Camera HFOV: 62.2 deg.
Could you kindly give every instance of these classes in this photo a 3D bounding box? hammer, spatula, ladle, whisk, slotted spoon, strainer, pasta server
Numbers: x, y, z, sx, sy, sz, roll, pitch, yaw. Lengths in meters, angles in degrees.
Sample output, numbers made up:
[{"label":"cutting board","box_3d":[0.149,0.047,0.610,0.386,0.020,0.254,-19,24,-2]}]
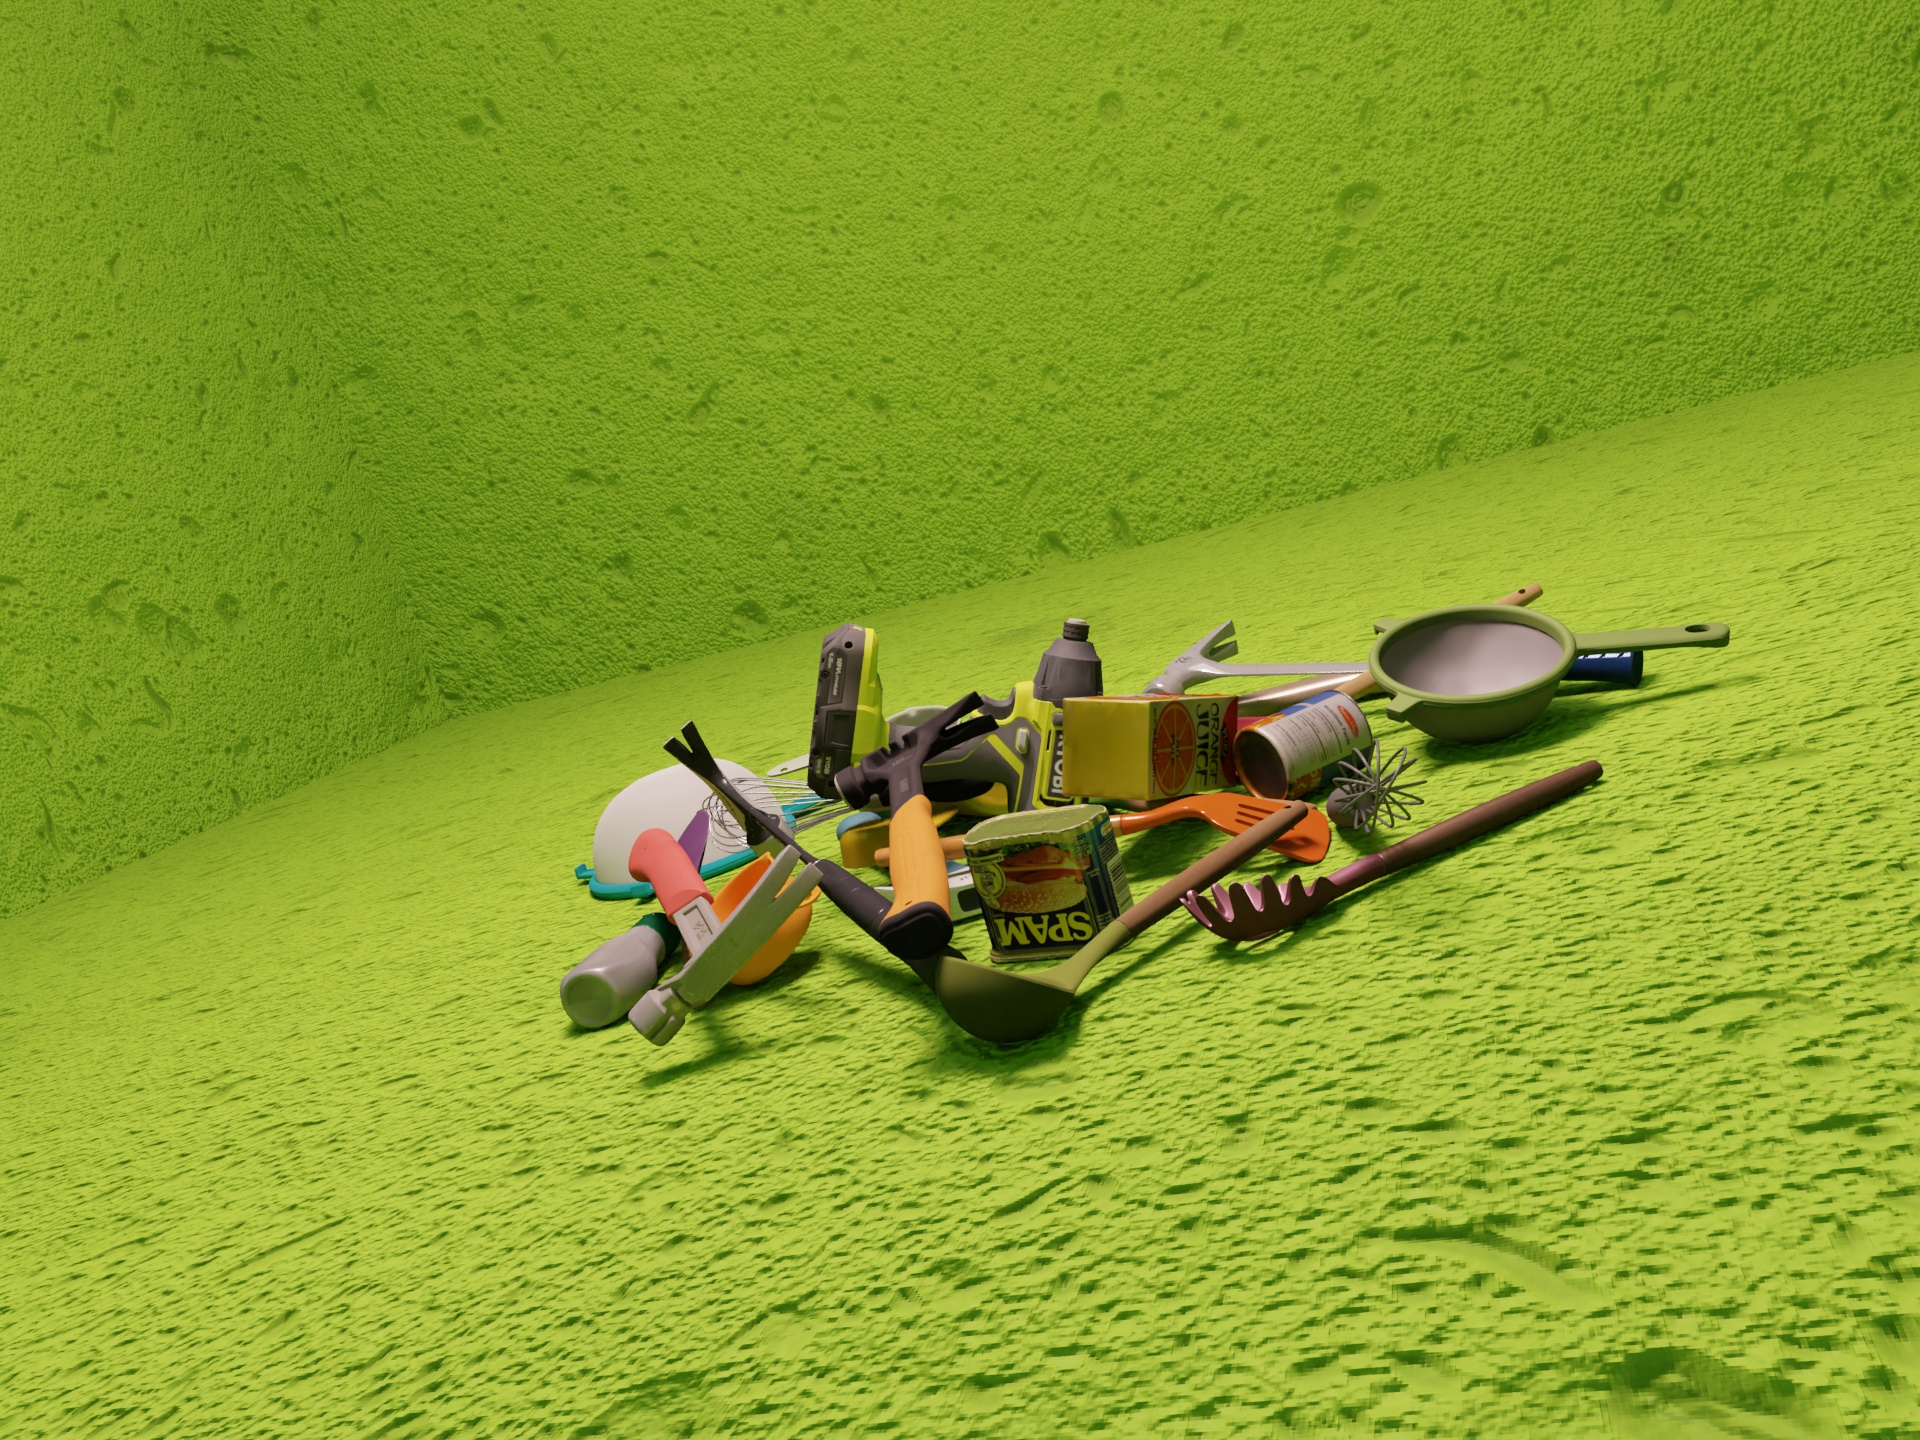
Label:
[{"label":"hammer","box_3d":[0.363,-0.048,1.352,0.405,0.035,0.144,0,27,35]},{"label":"hammer","box_3d":[0.262,-0.013,1.465,0.410,0.038,0.146,-14,9,11]},{"label":"hammer","box_3d":[-0.103,0.102,1.137,0.036,0.149,0.409,-44,30,-11]},{"label":"hammer","box_3d":[-0.024,0.067,1.036,0.127,0.034,0.337,-31,16,5]},{"label":"spatula","box_3d":[0.093,0.085,1.117,0.322,0.041,0.081,-9,18,18]},{"label":"hammer","box_3d":[-0.037,0.110,1.278,0.128,0.033,0.331,-18,10,-17]},{"label":"ladle","box_3d":[0.328,-0.031,1.292,0.315,0.031,0.069,-29,41,6]},{"label":"whisk","box_3d":[-0.101,0.068,1.370,0.284,0.070,0.070,-9,12,23]},{"label":"slotted spoon","box_3d":[0.155,0.064,1.246,0.070,0.031,0.314,-18,11,-36]},{"label":"hammer","box_3d":[-0.195,0.121,1.157,0.149,0.036,0.359,-47,17,-6]},{"label":"strainer","box_3d":[0.442,-0.032,1.201,0.256,0.069,0.152,-5,30,13]},{"label":"whisk","box_3d":[0.251,0.047,0.995,0.055,0.055,0.239,-15,-8,5]},{"label":"ladle","box_3d":[0.112,0.105,0.965,0.320,0.062,0.078,-27,19,-37]},{"label":"strainer","box_3d":[-0.223,0.071,1.595,0.340,0.095,0.211,-23,12,-28]},{"label":"spatula","box_3d":[-0.210,0.143,1.248,0.060,0.018,0.316,-55,20,10]},{"label":"pasta server","box_3d":[0.276,0.073,0.981,0.316,0.040,0.060,-19,-4,-22]}]

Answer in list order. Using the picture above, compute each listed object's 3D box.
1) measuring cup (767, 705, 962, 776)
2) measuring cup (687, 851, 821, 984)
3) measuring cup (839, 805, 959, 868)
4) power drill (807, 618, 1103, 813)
[{"label":"measuring cup","box_3d":[-0.076,0.034,1.324,0.167,0.038,0.083,-17,25,-1]},{"label":"measuring cup","box_3d":[-0.124,0.140,1.101,0.173,0.052,0.095,-15,35,56]},{"label":"measuring cup","box_3d":[-0.043,0.081,1.264,0.062,0.029,0.156,-9,10,30]},{"label":"power drill","box_3d":[-0.002,-0.004,1.241,0.223,0.171,0.080,7,7,-6]}]
